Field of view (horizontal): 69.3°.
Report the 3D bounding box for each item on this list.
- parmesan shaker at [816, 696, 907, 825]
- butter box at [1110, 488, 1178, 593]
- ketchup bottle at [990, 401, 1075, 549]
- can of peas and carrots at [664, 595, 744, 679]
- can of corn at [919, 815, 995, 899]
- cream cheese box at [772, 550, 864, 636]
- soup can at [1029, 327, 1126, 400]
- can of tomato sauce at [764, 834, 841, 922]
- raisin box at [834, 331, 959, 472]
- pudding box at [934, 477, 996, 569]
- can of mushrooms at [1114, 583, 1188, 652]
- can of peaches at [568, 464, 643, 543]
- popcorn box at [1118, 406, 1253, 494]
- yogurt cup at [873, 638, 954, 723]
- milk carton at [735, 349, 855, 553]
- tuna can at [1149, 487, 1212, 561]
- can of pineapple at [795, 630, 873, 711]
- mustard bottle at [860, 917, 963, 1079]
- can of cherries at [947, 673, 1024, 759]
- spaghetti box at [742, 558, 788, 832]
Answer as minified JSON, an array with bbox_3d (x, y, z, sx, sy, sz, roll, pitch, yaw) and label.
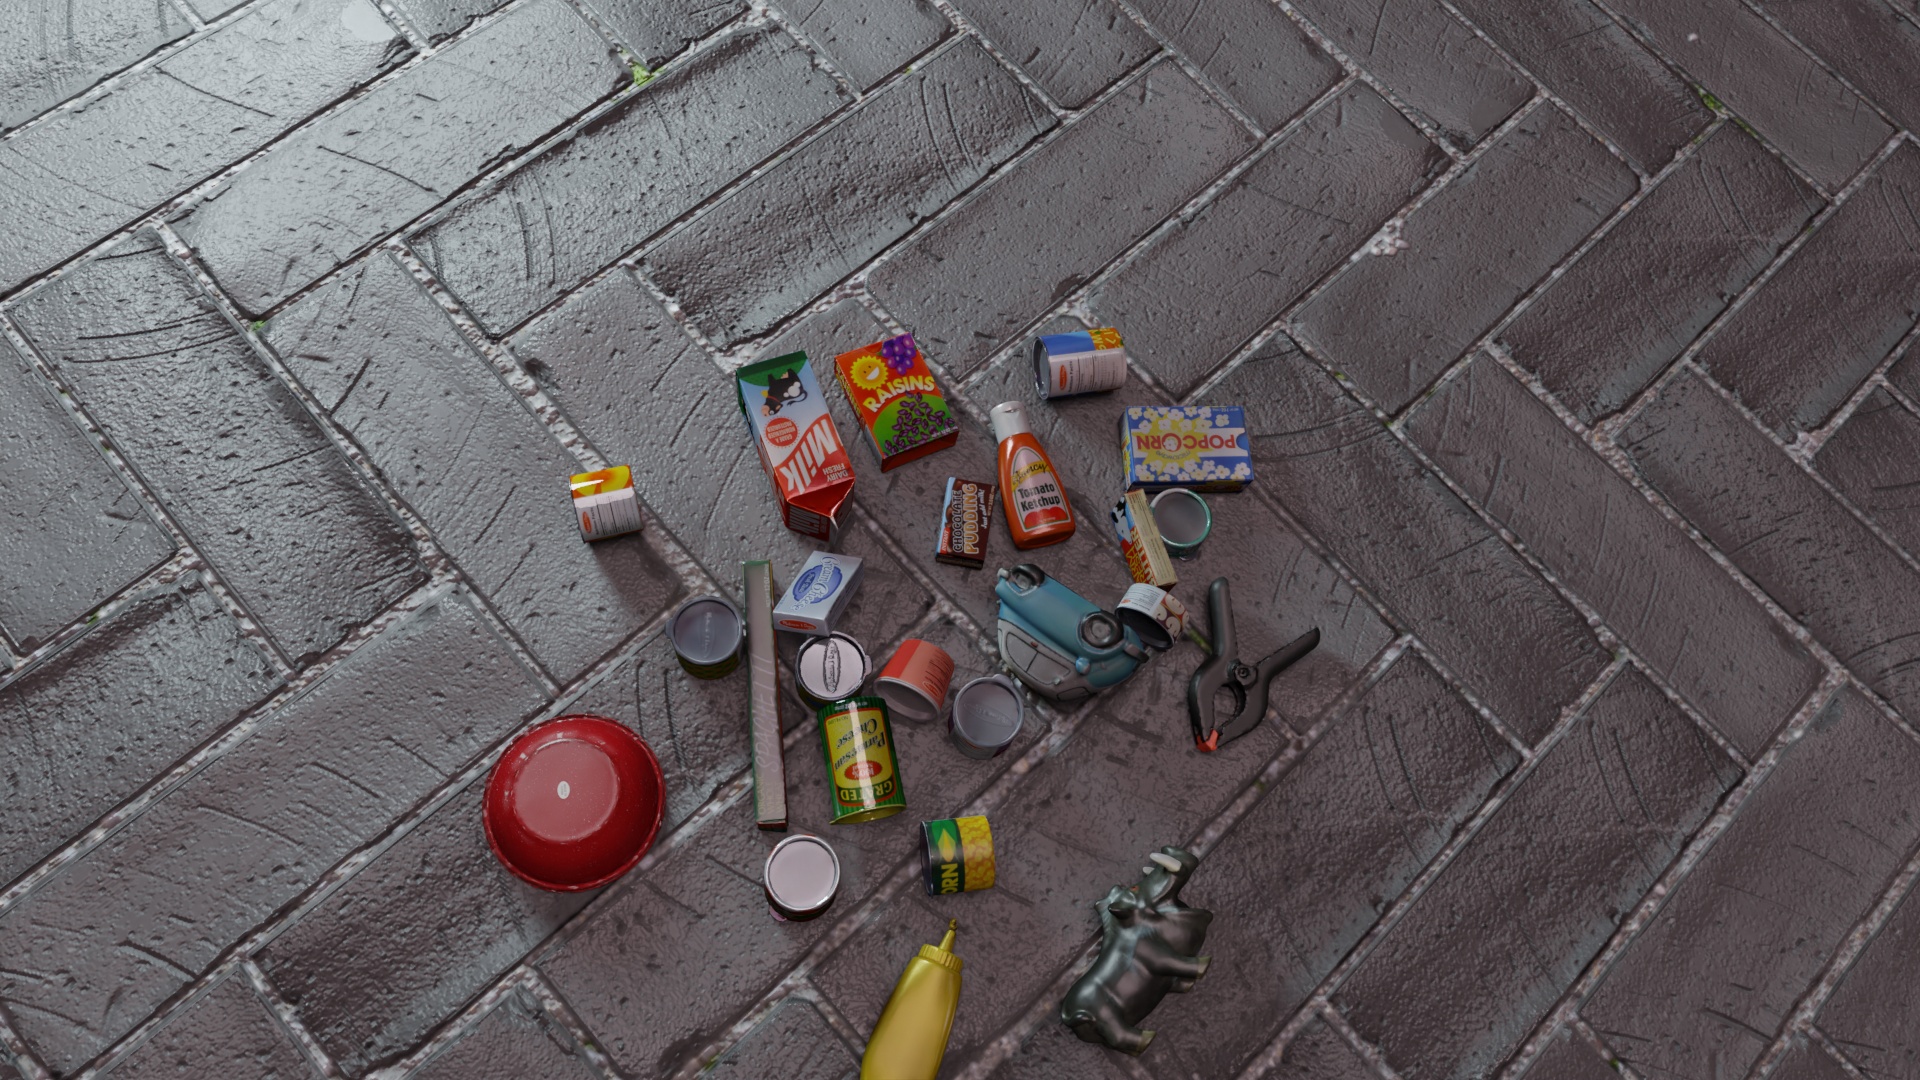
[{"bbox_3d":[-0.094,0.200,1.264,0.071,0.071,0.103,-9,71,-11],"label":"parmesan shaker"},{"bbox_3d":[0.182,0.006,1.381,0.024,0.053,0.104,-14,72,-15],"label":"butter box"},{"bbox_3d":[0.066,-0.067,1.400,0.065,0.043,0.149,-12,71,-11],"label":"ketchup bottle"},{"bbox_3d":[-0.237,0.091,1.291,0.071,0.058,0.071,2,69,-6],"label":"can of peas and carrots"},{"bbox_3d":[-0.003,0.284,1.243,0.058,0.071,0.071,-4,70,-9],"label":"can of corn"},{"bbox_3d":[-0.132,0.050,1.306,0.053,0.024,0.104,8,35,14],"label":"cream cheese box"},{"bbox_3d":[0.122,-0.185,1.441,0.084,0.071,0.071,-9,71,-11],"label":"soup can"},{"bbox_3d":[-0.140,0.296,1.212,0.071,0.082,0.071,3,69,-7],"label":"can of tomato sauce"},{"bbox_3d":[-0.066,-0.142,1.413,0.086,0.040,0.123,-22,73,-14],"label":"raisin box"},{"bbox_3d":[0.005,-0.017,1.379,0.050,0.030,0.084,11,68,-2],"label":"pudding box"},{"bbox_3d":[0.187,0.075,1.350,0.071,0.070,0.033,33,68,6],"label":"can of mushrooms"},{"bbox_3d":[-0.338,-0.036,1.324,0.058,0.071,0.071,-13,72,-12],"label":"can of peaches"},{"bbox_3d":[0.231,-0.093,1.434,0.127,0.038,0.085,-1,68,-7],"label":"popcorn box"},{"bbox_3d":[-0.041,0.129,1.301,0.072,0.072,0.054,26,61,3],"label":"yogurt cup"},{"bbox_3d":[-0.155,-0.083,1.361,0.073,0.072,0.191,-18,73,-14],"label":"milk carton"},{"bbox_3d":[0.220,-0.016,1.405,0.071,0.032,0.071,2,69,-6],"label":"tuna can"},{"bbox_3d":[-0.119,0.124,1.294,0.071,0.057,0.071,2,69,-6],"label":"can of pineapple"},{"bbox_3d":[-0.032,0.405,1.203,0.065,0.048,0.161,24,67,2],"label":"mustard bottle"},{"bbox_3d":[0.025,0.165,1.297,0.071,0.058,0.072,2,69,-5],"label":"can of cherries"},{"bbox_3d":[-0.181,0.142,1.284,0.029,0.050,0.251,-4,70,-7],"label":"spaghetti box"}]
